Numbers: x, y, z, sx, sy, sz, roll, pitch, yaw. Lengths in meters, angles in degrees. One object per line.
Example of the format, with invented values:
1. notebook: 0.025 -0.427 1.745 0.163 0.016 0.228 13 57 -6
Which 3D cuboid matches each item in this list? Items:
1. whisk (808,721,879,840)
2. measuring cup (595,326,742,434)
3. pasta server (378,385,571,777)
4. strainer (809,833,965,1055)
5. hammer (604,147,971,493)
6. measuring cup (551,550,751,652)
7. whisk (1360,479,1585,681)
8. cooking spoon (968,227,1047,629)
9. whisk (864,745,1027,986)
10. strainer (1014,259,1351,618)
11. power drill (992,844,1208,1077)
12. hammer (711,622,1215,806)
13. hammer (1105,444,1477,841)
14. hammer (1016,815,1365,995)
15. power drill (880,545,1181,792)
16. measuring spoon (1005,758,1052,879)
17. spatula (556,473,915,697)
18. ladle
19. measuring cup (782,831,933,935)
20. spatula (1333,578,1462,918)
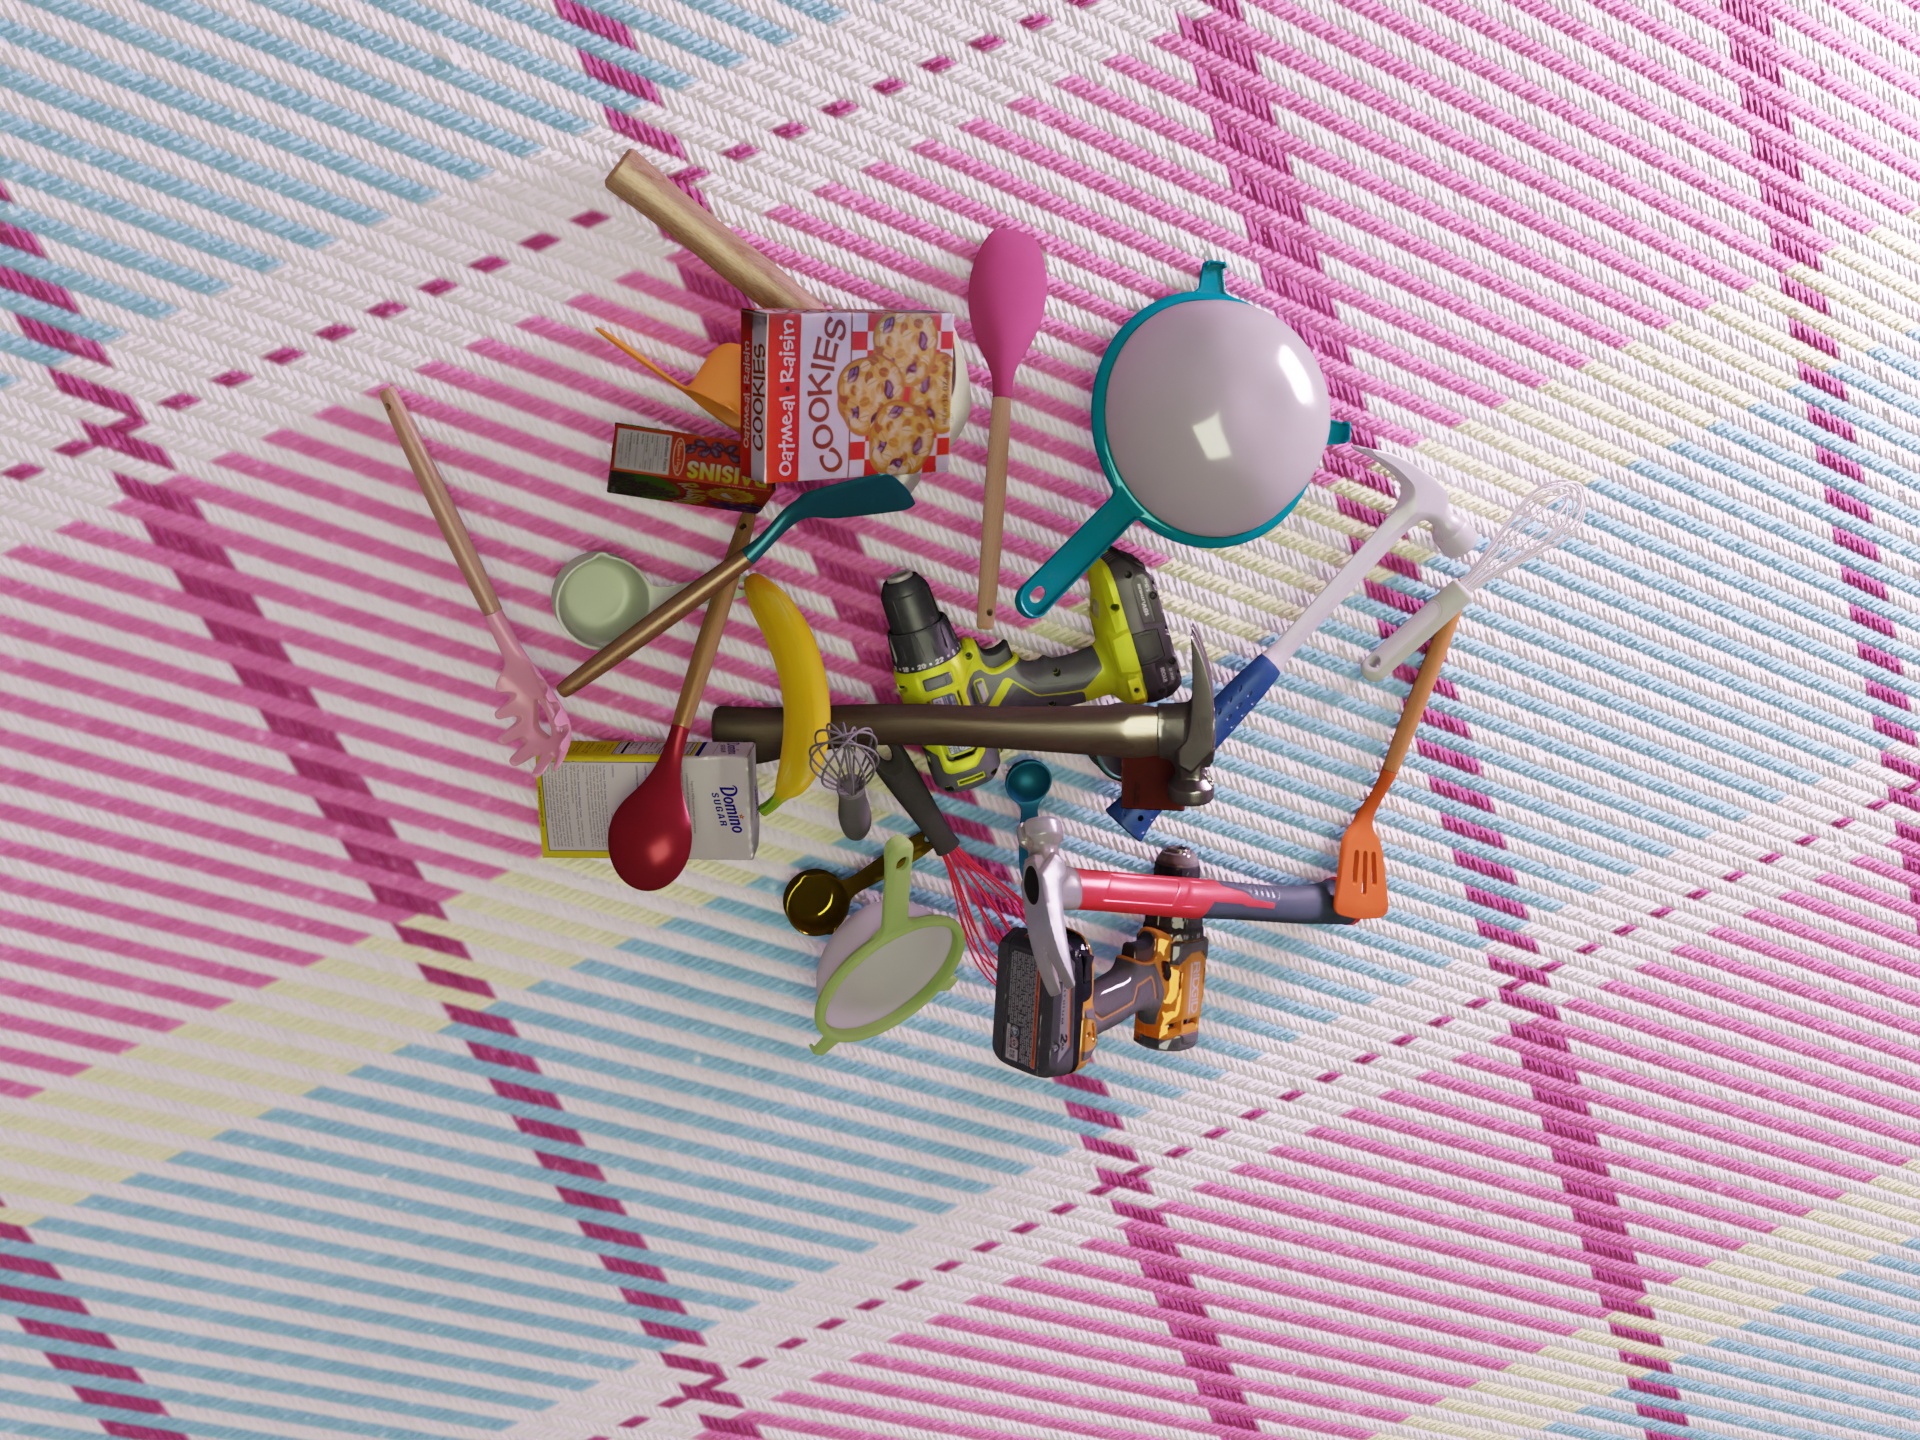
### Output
1. whisk: -0.089 0.057 1.278 0.055 0.238 0.055 0 69 -1
2. measuring cup: -0.196 -0.273 1.223 0.173 0.095 0.052 33 87 1
3. pasta server: -0.378 -0.106 1.232 0.060 0.040 0.316 -16 104 27
4. strainer: -0.071 0.168 1.342 0.151 0.069 0.256 -23 142 -26
5. hammer: -0.128 -0.324 1.237 0.331 0.031 0.130 36 97 -19
6. measuring cup: -0.247 -0.104 1.284 0.167 0.038 0.083 -10 113 -26
7. whisk: 0.449 -0.121 1.402 0.246 0.058 0.059 -44 142 16
8. cooking spoon: 0.032 -0.232 1.272 0.068 0.017 0.319 3 93 -24
9. whisk: -0.001 0.127 1.388 0.073 0.073 0.295 -33 108 -1
10. strainer: 0.175 -0.203 1.254 0.340 0.095 0.211 -46 104 -15
11. power drill: 0.135 0.210 1.396 0.226 0.084 0.185 -3 99 -43
12. hammer: -0.002 -0.004 1.285 0.410 0.038 0.146 0 113 10
13. hammer: 0.272 -0.062 1.379 0.405 0.035 0.144 -48 114 -1
14. hammer: 0.215 0.170 1.380 0.386 0.038 0.143 8 62 -35
15. power drill: 0.054 -0.062 1.335 0.228 0.080 0.190 -20 110 -3
16. measuring spoon: 0.059 0.089 1.417 0.042 0.021 0.128 -7 117 -11
17. spatula: -0.182 -0.105 1.240 0.317 0.082 0.044 -35 75 5
18. ladle: -0.213 -0.019 1.264 0.069 0.031 0.315 15 81 8
19. measuring cup: -0.086 0.133 1.397 0.156 0.029 0.062 -30 112 -14
20. spatula: 0.409 0.027 1.456 0.081 0.041 0.322 9 104 -39
